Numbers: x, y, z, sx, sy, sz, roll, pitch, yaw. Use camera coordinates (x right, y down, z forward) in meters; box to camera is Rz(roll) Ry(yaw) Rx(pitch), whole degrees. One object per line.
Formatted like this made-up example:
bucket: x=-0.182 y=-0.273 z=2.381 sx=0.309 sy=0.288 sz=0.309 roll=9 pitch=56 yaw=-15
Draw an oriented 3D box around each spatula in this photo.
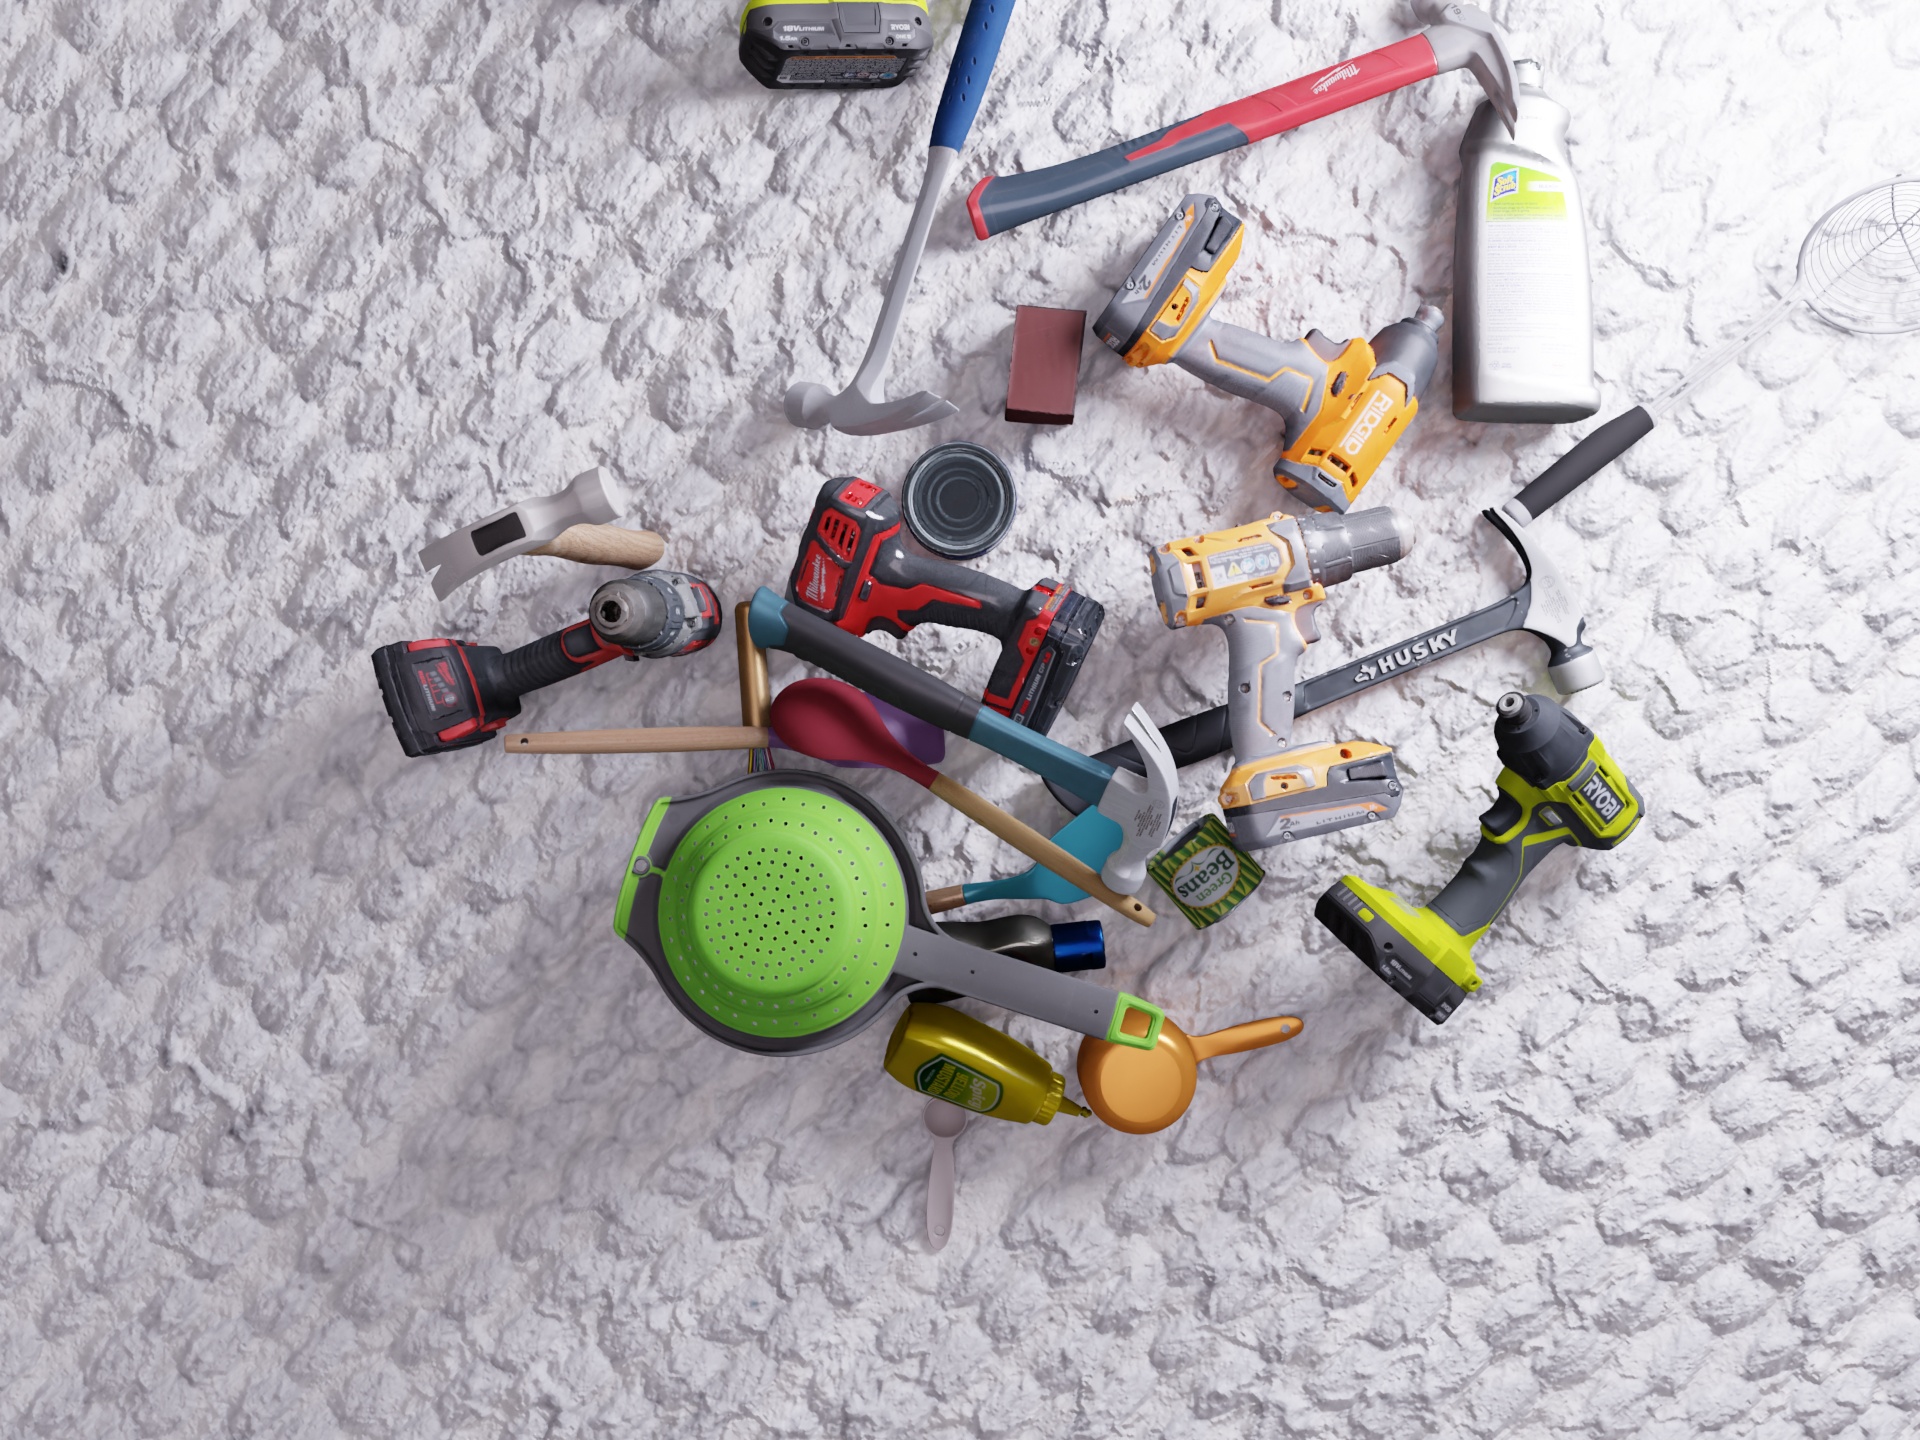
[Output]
spatula: x=-0.021 y=0.130 z=1.180 sx=0.317 sy=0.044 sz=0.082 roll=-14 pitch=121 yaw=9
spatula: x=-0.165 y=0.011 z=1.147 sx=0.316 sy=0.018 sz=0.060 roll=-2 pitch=74 yaw=-15

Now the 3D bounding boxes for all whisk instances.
whisk: x=-0.146 y=0.034 z=1.180 sx=0.047 sy=0.051 sz=0.245 roll=-4 pitch=87 yaw=-9

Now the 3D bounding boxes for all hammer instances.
hammer: x=0.253 y=-0.023 z=1.167 sx=0.409 sy=0.036 sz=0.149 roll=-22 pitch=90 yaw=3
hammer: x=-0.247 y=-0.114 z=1.027 sx=0.130 sy=0.331 sz=0.031 roll=-21 pitch=93 yaw=3
hammer: x=-0.011 y=-0.395 z=1.135 sx=0.144 sy=0.035 sz=0.405 roll=16 pitch=87 yaw=41
hammer: x=-0.002 y=-0.004 z=1.103 sx=0.331 sy=0.033 sz=0.128 roll=27 pitch=122 yaw=8
hammer: x=0.194 y=-0.410 z=1.131 sx=0.386 sy=0.038 sz=0.143 roll=-19 pitch=65 yaw=5

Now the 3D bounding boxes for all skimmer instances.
skimmer: x=0.553 y=-0.245 z=1.122 sx=0.363 sy=0.090 sz=0.127 roll=-38 pitch=122 yaw=5

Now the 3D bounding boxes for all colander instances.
colander: x=-0.048 y=0.157 z=1.095 sx=0.397 sy=0.094 sz=0.204 roll=17 pitch=84 yaw=2

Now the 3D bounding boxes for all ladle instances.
ladle: x=0.002 y=0.059 z=1.132 sx=0.315 sy=0.031 sz=0.069 roll=32 pitch=59 yaw=5

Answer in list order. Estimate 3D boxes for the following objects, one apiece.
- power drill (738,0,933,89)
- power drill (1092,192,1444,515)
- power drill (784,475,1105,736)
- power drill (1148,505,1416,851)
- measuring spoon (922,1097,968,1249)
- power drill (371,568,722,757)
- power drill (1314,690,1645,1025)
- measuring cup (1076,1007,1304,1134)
power drill: x=-0.111 y=-0.572 z=1.117 sx=0.190 sy=0.080 sz=0.228 roll=-7 pitch=92 yaw=-15
power drill: x=0.227 y=-0.274 z=1.137 sx=0.226 sy=0.084 sz=0.164 roll=35 pitch=92 yaw=-4
power drill: x=-0.021 y=-0.069 z=1.141 sx=0.219 sy=0.078 sz=0.143 roll=26 pitch=121 yaw=5
power drill: x=0.246 y=-0.036 z=1.114 sx=0.185 sy=0.084 sz=0.226 roll=-14 pitch=85 yaw=2
measuring spoon: x=-0.014 y=0.339 z=1.201 sx=0.034 sy=0.018 sz=0.124 roll=4 pitch=99 yaw=1
power drill: x=-0.287 y=-0.048 z=1.107 sx=0.226 sy=0.188 sz=0.080 roll=-19 pitch=91 yaw=6
power drill: x=0.364 y=0.091 z=1.118 sx=0.223 sy=0.080 sz=0.171 roll=-49 pitch=127 yaw=4
measuring cup: x=0.171 y=0.249 z=1.170 sx=0.173 sy=0.052 sz=0.095 roll=-15 pitch=92 yaw=4
